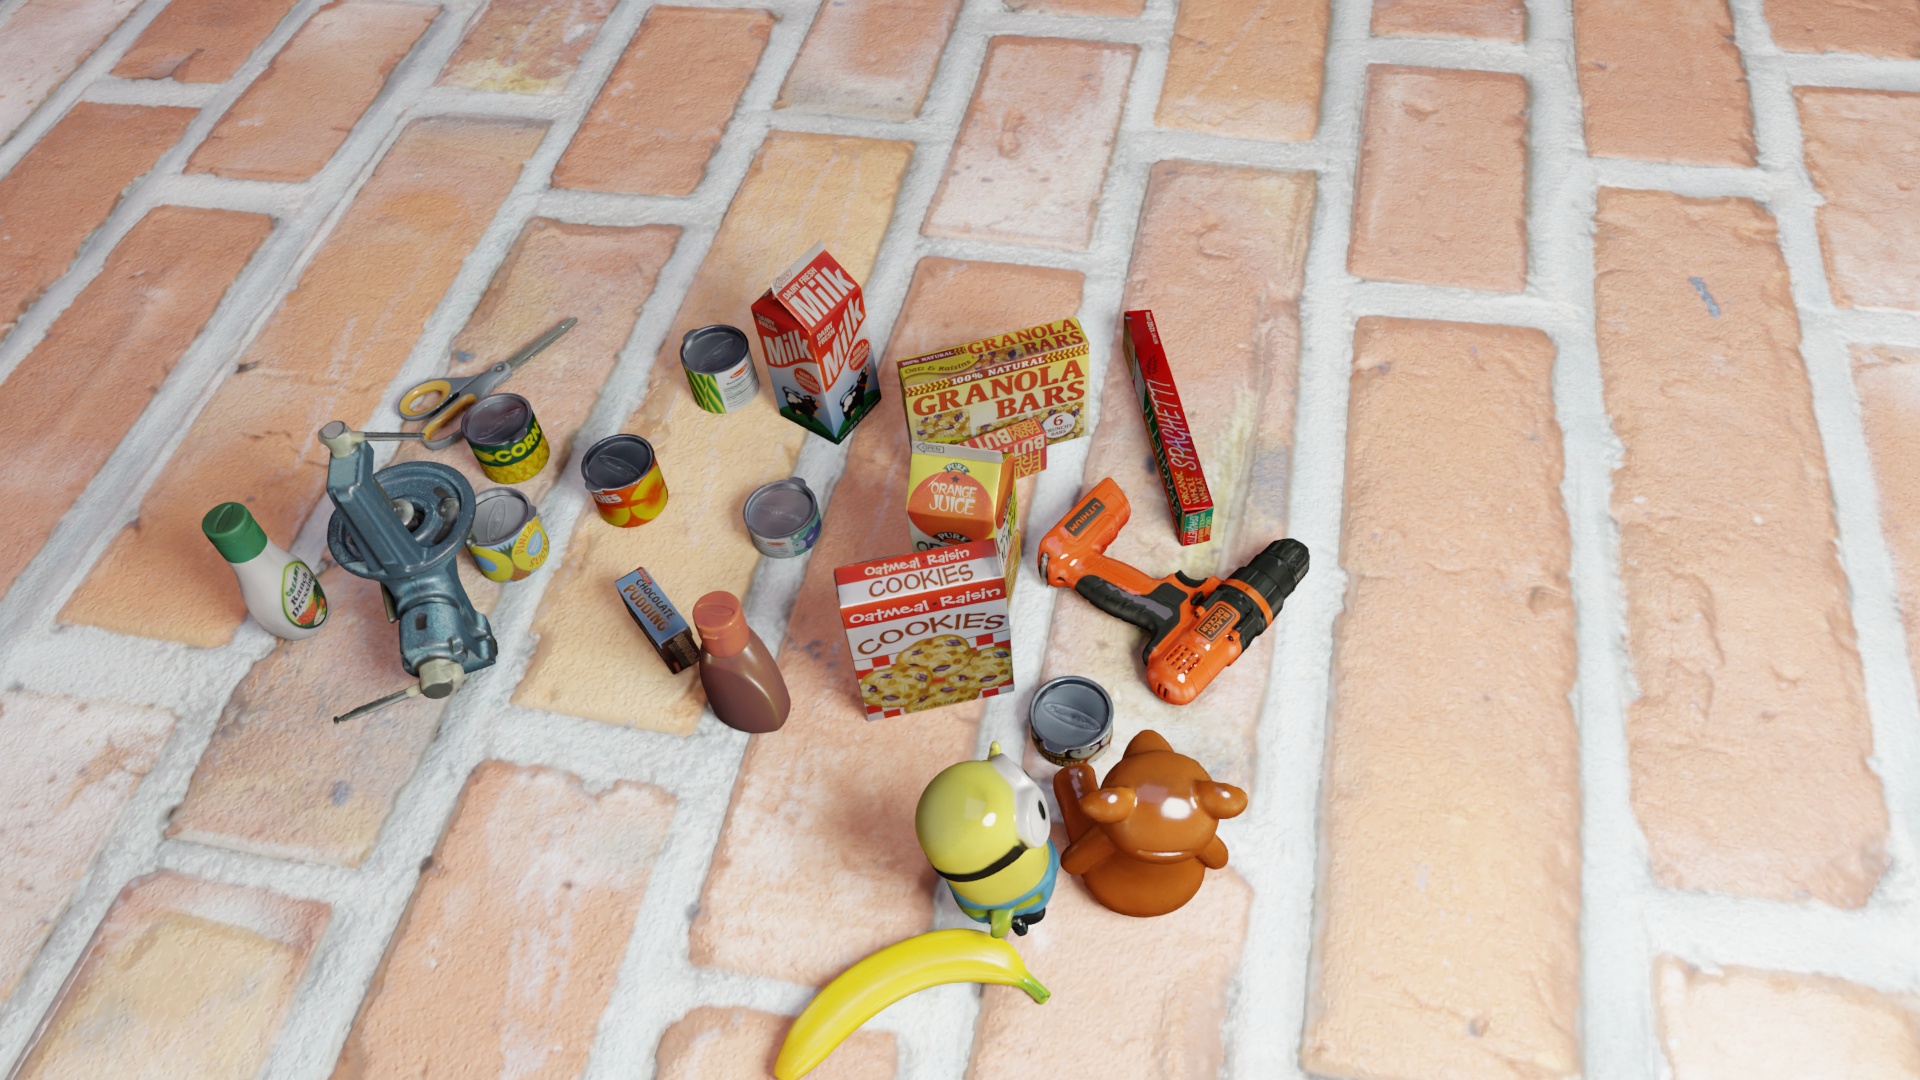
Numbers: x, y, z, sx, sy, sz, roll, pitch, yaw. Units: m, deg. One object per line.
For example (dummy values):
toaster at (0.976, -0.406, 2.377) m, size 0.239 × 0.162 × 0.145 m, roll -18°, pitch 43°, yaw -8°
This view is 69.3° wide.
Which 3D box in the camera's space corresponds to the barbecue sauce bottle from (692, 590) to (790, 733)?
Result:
barbecue sauce bottle at (-0.174, 0.095, 1.077) m, size 0.065 × 0.147 × 0.044 m, roll 10°, pitch 55°, yaw 13°

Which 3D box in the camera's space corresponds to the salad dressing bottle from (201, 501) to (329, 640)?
salad dressing bottle at (-0.583, 0.027, 1.166) m, size 0.044 × 0.147 × 0.064 m, roll 1°, pitch 53°, yaw 6°

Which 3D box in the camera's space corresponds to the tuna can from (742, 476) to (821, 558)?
tuna can at (-0.157, -0.021, 1.236) m, size 0.071 × 0.032 × 0.071 m, roll -2°, pitch 53°, yaw 3°

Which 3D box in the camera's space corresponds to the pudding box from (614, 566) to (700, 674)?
pudding box at (-0.254, 0.067, 1.168) m, size 0.030 × 0.049 × 0.084 m, roll -32°, pitch 57°, yaw -18°

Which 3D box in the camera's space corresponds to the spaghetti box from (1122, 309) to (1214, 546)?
spaghetti box at (0.186, -0.107, 1.261) m, size 0.029 × 0.050 × 0.251 m, roll -9°, pitch 53°, yaw -1°

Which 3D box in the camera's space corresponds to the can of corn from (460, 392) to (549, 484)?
can of corn at (-0.423, -0.094, 1.300) m, size 0.071 × 0.058 × 0.071 m, roll -2°, pitch 53°, yaw 3°

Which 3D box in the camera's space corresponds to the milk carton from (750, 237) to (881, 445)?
milk carton at (-0.132, -0.183, 1.259) m, size 0.073 × 0.189 × 0.072 m, roll 28°, pitch 60°, yaw 23°

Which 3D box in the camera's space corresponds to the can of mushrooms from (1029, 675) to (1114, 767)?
can of mushrooms at (0.086, 0.144, 1.089) m, size 0.071 × 0.033 × 0.071 m, roll -2°, pitch 53°, yaw 3°

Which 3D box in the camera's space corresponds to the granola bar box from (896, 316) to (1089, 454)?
granola bar box at (0.031, -0.127, 1.244) m, size 0.166 × 0.123 × 0.039 m, roll -14°, pitch 53°, yaw -6°

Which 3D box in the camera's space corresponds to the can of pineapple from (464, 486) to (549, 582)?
can of pineapple at (-0.403, -0.004, 1.230) m, size 0.071 × 0.057 × 0.071 m, roll -2°, pitch 53°, yaw 3°

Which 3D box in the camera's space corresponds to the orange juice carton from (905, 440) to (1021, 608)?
orange juice carton at (0.004, -0.014, 1.117) m, size 0.072 × 0.191 × 0.073 m, roll 8°, pitch 54°, yaw 11°

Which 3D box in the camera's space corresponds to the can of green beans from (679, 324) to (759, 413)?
can of green beans at (-0.231, -0.165, 1.337) m, size 0.071 × 0.057 × 0.071 m, roll -2°, pitch 53°, yaw 3°

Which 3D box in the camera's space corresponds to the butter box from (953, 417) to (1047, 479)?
butter box at (0.027, -0.071, 1.246) m, size 0.104 × 0.052 × 0.024 m, roll -20°, pitch 54°, yaw -10°

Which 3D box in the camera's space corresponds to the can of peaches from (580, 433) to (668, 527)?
can of peaches at (-0.305, -0.052, 1.258) m, size 0.071 × 0.057 × 0.071 m, roll -2°, pitch 53°, yaw 3°

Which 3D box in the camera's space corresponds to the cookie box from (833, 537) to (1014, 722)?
cookie box at (-0.025, 0.071, 1.071) m, size 0.123 × 0.166 × 0.040 m, roll -11°, pitch 53°, yaw -3°
